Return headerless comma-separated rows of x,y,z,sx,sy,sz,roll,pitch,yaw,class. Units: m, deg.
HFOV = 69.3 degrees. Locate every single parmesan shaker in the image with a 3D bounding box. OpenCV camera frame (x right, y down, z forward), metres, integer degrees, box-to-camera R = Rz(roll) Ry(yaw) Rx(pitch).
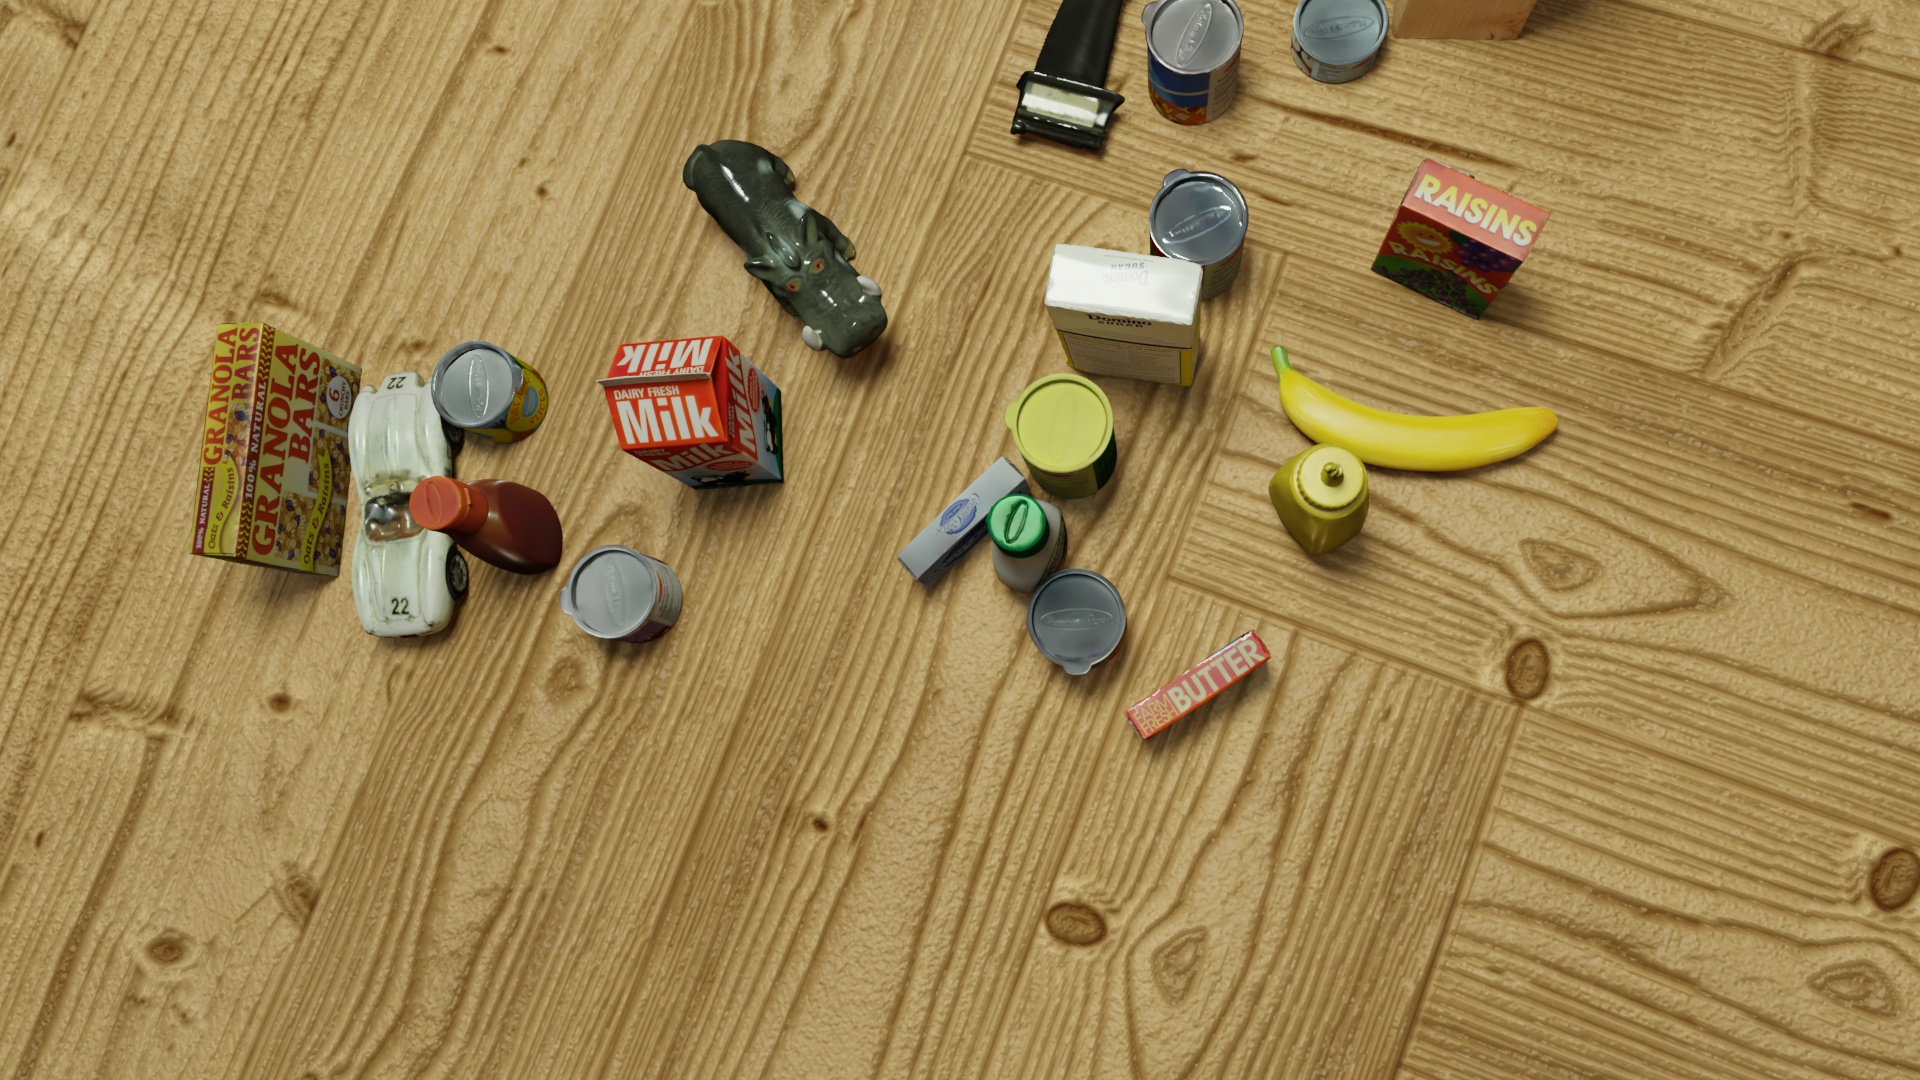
0.070,-0.070,0.948,0.071,0.103,0.071,-1,82,8,parmesan shaker

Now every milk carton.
-0.177,-0.088,0.940,0.072,0.190,0.073,-4,81,7,milk carton

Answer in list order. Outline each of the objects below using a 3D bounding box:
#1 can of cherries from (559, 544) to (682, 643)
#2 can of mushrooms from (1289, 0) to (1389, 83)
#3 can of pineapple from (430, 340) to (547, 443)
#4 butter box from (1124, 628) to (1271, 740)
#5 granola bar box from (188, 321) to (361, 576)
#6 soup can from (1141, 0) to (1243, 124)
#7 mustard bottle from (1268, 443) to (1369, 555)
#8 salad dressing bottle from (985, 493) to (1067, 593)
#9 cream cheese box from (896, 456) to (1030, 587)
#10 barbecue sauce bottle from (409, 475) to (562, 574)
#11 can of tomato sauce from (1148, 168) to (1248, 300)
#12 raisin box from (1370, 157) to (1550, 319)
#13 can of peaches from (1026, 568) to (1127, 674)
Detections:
-0.243,0.039,0.997,0.071,0.058,0.071,-1,82,8,can of cherries
0.272,-0.368,1.001,0.071,0.033,0.071,-1,81,8,can of mushrooms
-0.348,-0.109,1.034,0.071,0.058,0.071,-1,82,8,can of pineapple
0.159,0.098,0.935,0.103,0.053,0.024,-33,79,2,butter box
-0.497,-0.063,1.014,0.039,0.124,0.165,1,82,8,granola bar box
0.163,-0.344,0.986,0.071,0.083,0.071,-1,82,8,soup can
0.233,-0.031,0.890,0.049,0.160,0.065,-32,79,3,mustard bottle
0.044,-0.001,0.918,0.044,0.147,0.064,20,85,10,salad dressing bottle
0.003,-0.012,0.973,0.104,0.053,0.024,-43,79,0,cream cheese box
-0.330,-0.015,0.971,0.043,0.148,0.065,-16,80,6,barbecue sauce bottle
0.163,-0.211,0.966,0.071,0.083,0.071,-1,82,8,can of tomato sauce
0.328,-0.198,0.921,0.086,0.123,0.040,29,87,11,raisin box
0.080,0.057,0.950,0.071,0.058,0.071,-1,82,8,can of peaches
